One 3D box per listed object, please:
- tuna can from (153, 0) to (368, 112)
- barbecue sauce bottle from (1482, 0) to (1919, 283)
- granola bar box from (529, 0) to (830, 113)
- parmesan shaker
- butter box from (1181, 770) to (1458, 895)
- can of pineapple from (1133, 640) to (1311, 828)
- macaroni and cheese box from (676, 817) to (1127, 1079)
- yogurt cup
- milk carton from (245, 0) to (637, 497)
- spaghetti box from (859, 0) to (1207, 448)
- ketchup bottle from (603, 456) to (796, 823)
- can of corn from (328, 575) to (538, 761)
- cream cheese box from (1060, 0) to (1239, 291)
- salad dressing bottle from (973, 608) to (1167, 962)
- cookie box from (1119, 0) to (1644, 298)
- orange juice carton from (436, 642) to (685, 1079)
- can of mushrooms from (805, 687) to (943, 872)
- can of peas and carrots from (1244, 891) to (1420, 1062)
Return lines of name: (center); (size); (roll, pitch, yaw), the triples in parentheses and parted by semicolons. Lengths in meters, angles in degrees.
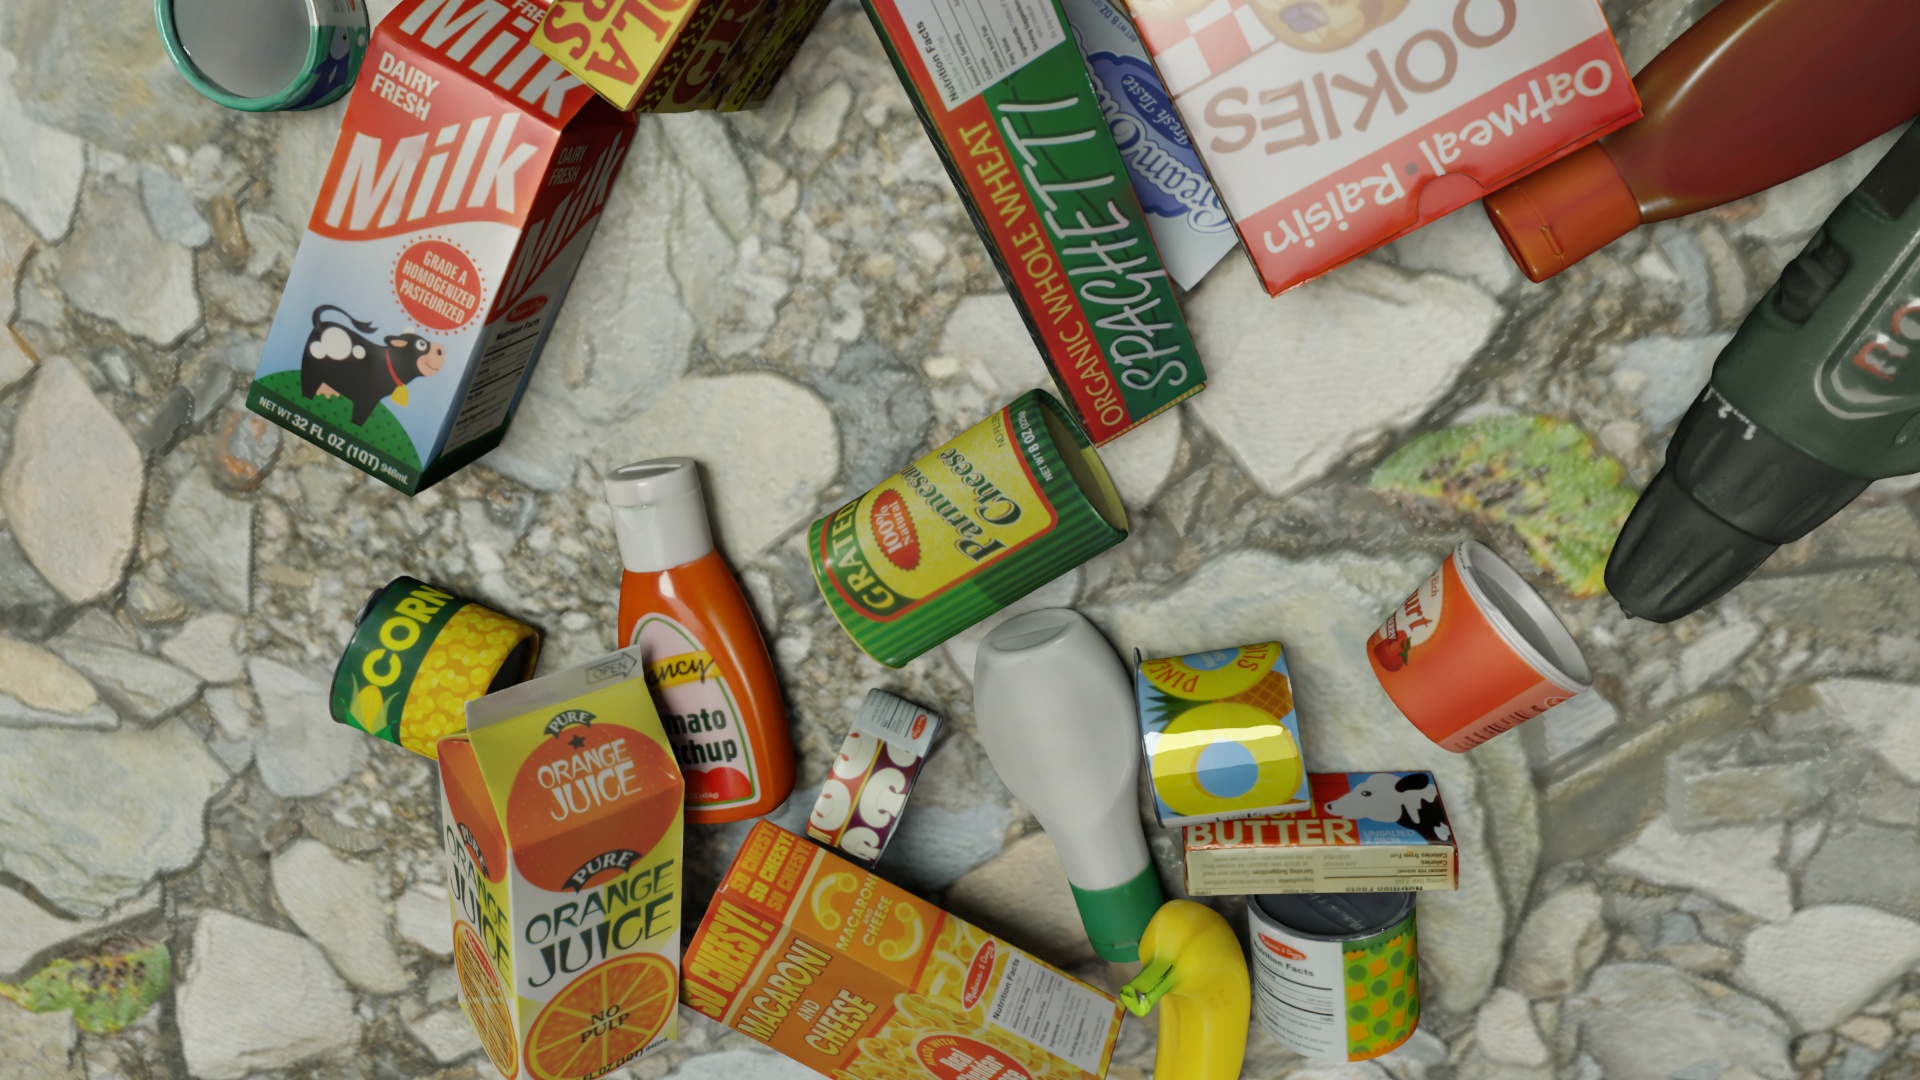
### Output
tuna can: (-0.261, -0.192, 0.516); (0.071, 0.033, 0.070); (2, 109, 7)
barbecue sauce bottle: (0.248, -0.139, 0.454); (0.148, 0.044, 0.064); (-31, 112, 18)
granola bar box: (-0.051, -0.210, 0.430); (0.039, 0.125, 0.165); (38, 110, -3)
parmesan shaker: (0.002, -0.007, 0.525); (0.103, 0.071, 0.071); (-31, 102, 16)
butter box: (0.139, 0.116, 0.552); (0.103, 0.053, 0.024); (-4, 111, 10)
can of pineapple: (0.101, 0.073, 0.536); (0.058, 0.071, 0.070); (-10, 107, 11)
macaroni and cheese box: (-0.032, 0.193, 0.585); (0.166, 0.040, 0.123); (28, 138, -1)
yogurt cup: (0.189, 0.042, 0.514); (0.072, 0.073, 0.053); (41, 118, -7)
milk carton: (-0.182, -0.120, 0.507); (0.072, 0.074, 0.189); (30, 110, -2)
spaghetti box: (0.018, -0.126, 0.431); (0.050, 0.029, 0.249); (-31, 134, 2)
ketchup bottle: (-0.111, 0.041, 0.568); (0.065, 0.044, 0.148); (-4, 107, 17)
can of corn: (-0.216, 0.054, 0.574); (0.058, 0.071, 0.071); (22, 111, 0)
cream cheese box: (0.062, -0.142, 0.490); (0.104, 0.024, 0.053); (42, 111, -7)
salad dressing bottle: (0.050, 0.102, 0.566); (0.064, 0.044, 0.147); (-15, 107, 12)
cookie box: (0.114, -0.177, 0.428); (0.123, 0.040, 0.167); (-26, 104, 16)
orange juice carton: (-0.161, 0.130, 0.559); (0.073, 0.072, 0.191); (37, 130, 40)
can of mushrooms: (-0.036, 0.097, 0.563); (0.033, 0.071, 0.070); (24, 111, 0)
can of peas and carrots: (0.152, 0.165, 0.561); (0.071, 0.071, 0.058); (-5, 109, 10)
